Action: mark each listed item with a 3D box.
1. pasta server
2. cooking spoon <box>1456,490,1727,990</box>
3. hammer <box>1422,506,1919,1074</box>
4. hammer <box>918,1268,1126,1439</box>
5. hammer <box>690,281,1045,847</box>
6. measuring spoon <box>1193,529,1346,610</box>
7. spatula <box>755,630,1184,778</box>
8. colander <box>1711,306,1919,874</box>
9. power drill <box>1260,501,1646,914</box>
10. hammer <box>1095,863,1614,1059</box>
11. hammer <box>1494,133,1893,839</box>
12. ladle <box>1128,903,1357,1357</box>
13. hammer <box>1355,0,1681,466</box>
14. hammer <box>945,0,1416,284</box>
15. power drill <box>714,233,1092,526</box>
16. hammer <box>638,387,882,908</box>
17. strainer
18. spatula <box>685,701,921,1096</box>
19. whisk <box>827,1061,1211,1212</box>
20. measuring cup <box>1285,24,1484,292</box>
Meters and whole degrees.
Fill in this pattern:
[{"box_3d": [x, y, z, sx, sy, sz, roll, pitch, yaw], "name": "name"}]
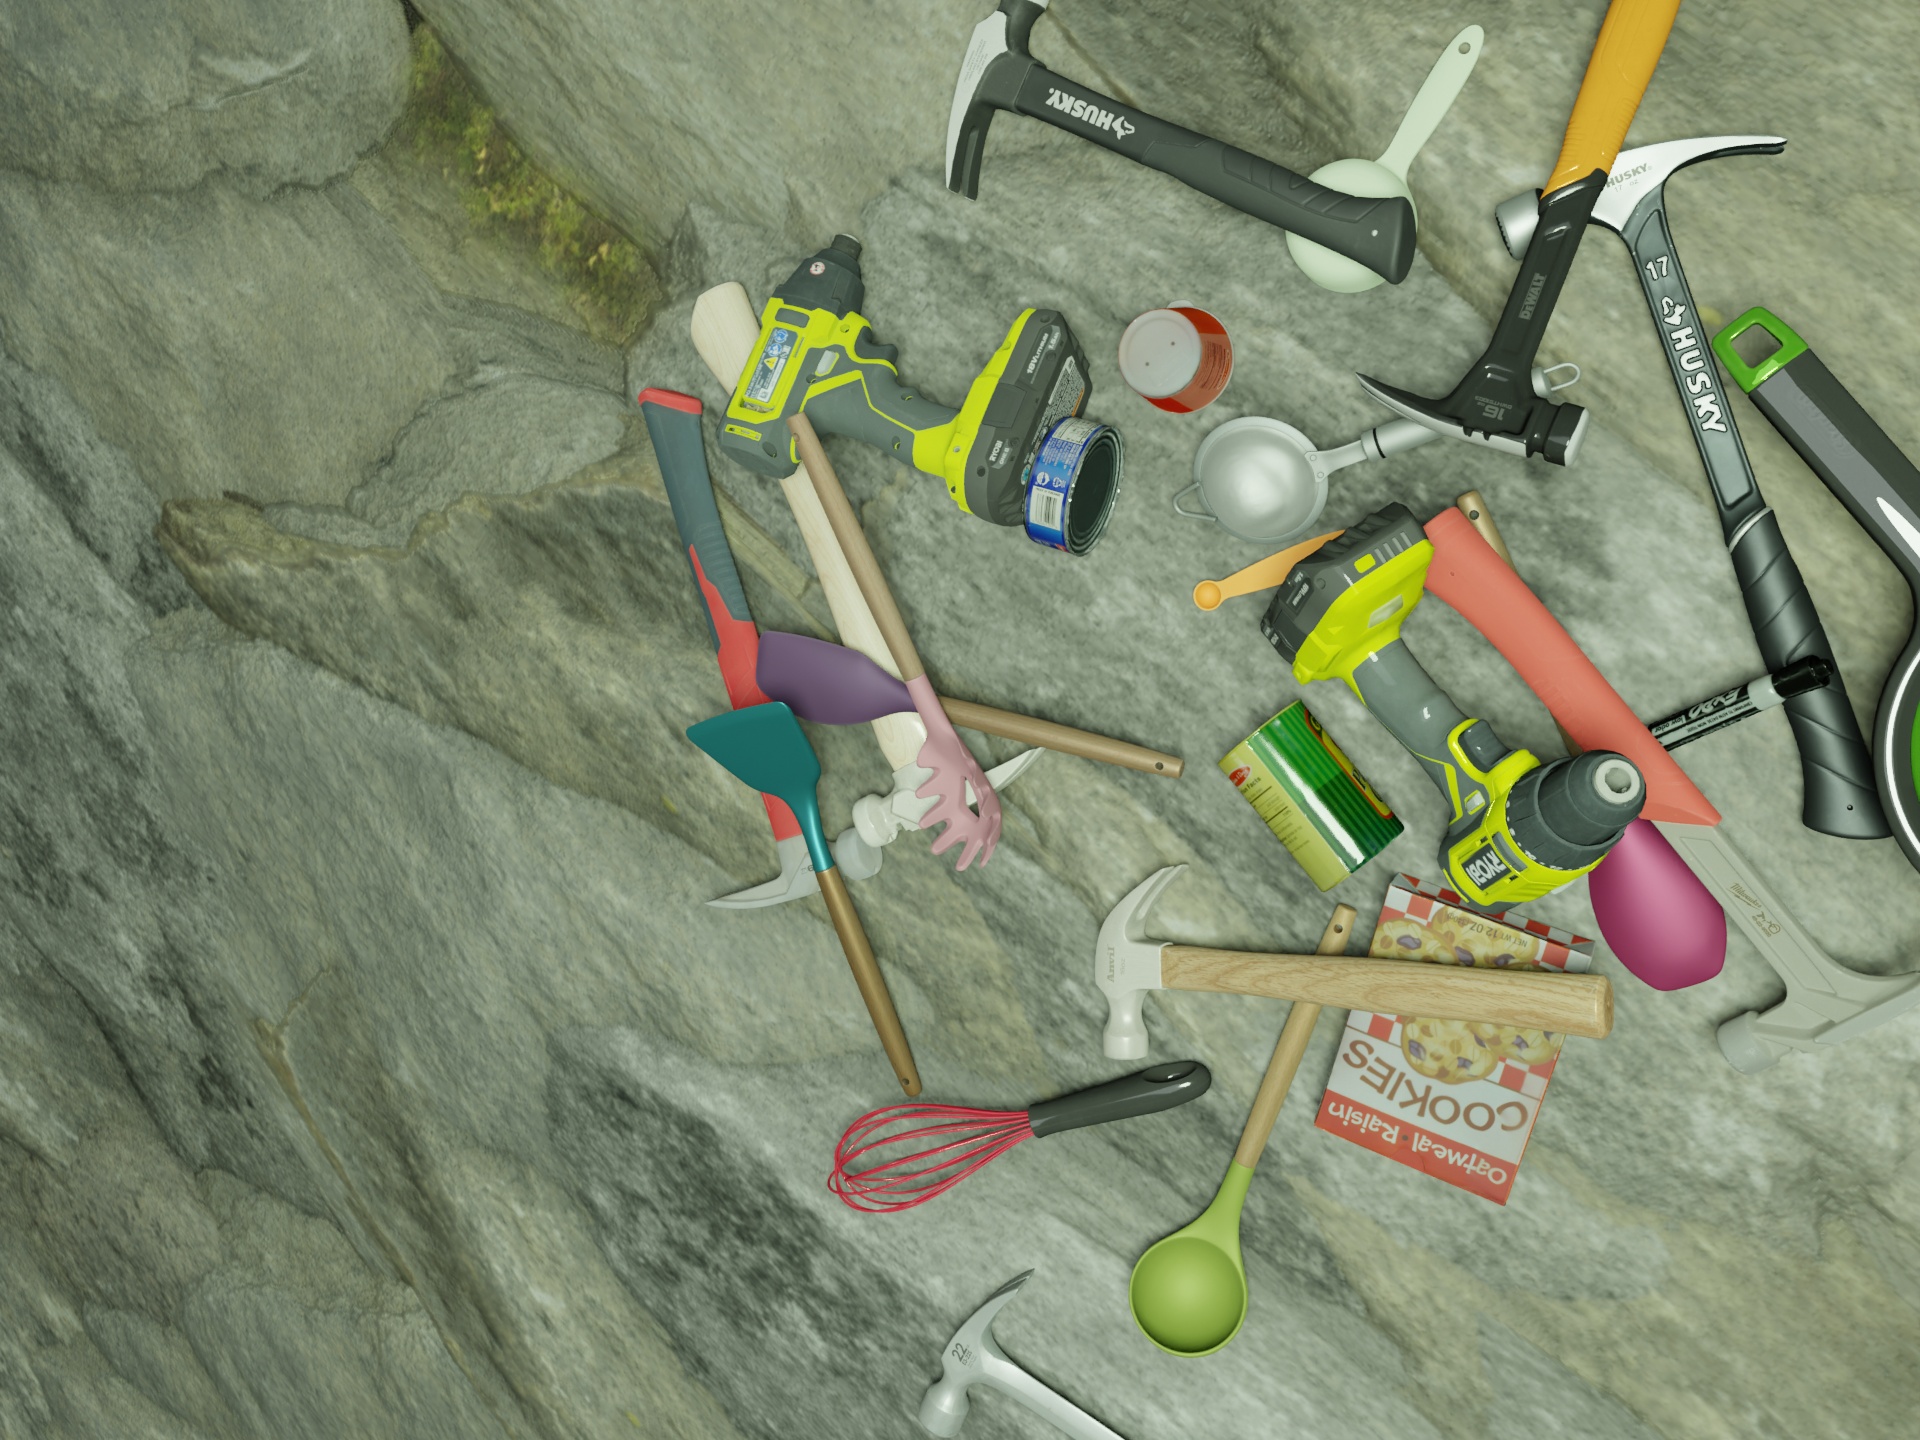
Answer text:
[{"box_3d": [-0.045, -0.050, 1.035, 0.060, 0.040, 0.316, -13, 106, 44], "name": "pasta server"}, {"box_3d": [0.365, 0.010, 0.942, 0.069, 0.017, 0.319, -25, 86, 26], "name": "cooking spoon"}, {"box_3d": [0.386, 0.020, 0.891, 0.359, 0.036, 0.149, 54, 131, 12], "name": "hammer"}, {"box_3d": [0.165, 0.532, 1.085, 0.406, 0.035, 0.144, 27, 107, 19], "name": "hammer"}, {"box_3d": [-0.082, -0.124, 1.120, 0.146, 0.038, 0.411, -26, 85, 23], "name": "hammer"}, {"box_3d": [0.203, -0.096, 1.010, 0.117, 0.011, 0.021, -20, 87, 21], "name": "measuring spoon"}, {"box_3d": [-0.002, -0.003, 1.069, 0.316, 0.018, 0.059, 14, 107, 21], "name": "spatula"}, {"box_3d": [0.530, -0.051, 0.822, 0.204, 0.094, 0.397, -39, 76, 21], "name": "colander"}, {"box_3d": [0.278, -0.005, 0.896, 0.080, 0.190, 0.229, -32, 75, -11], "name": "power drill"}, {"box_3d": [0.227, 0.158, 0.977, 0.331, 0.031, 0.130, -1, 91, 38], "name": "hammer"}, {"box_3d": [0.438, -0.128, 0.886, 0.149, 0.036, 0.409, -20, 88, 24], "name": "hammer"}, {"box_3d": [0.191, 0.268, 1.032, 0.078, 0.062, 0.320, 23, 102, 20], "name": "ladle"}, {"box_3d": [0.337, -0.314, 0.874, 0.127, 0.034, 0.337, 23, 93, 24], "name": "hammer"}, {"box_3d": [0.129, -0.343, 0.973, 0.335, 0.035, 0.146, 35, 109, 27], "name": "hammer"}, {"box_3d": [-0.036, -0.227, 1.050, 0.223, 0.080, 0.171, 20, 82, 21], "name": "power drill"}, {"box_3d": [-0.178, -0.054, 1.171, 0.143, 0.038, 0.386, -18, 88, 27], "name": "hammer"}, {"box_3d": [0.239, -0.163, 0.953, 0.258, 0.050, 0.086, -18, 112, 29], "name": "strainer"}, {"box_3d": [-0.092, 0.131, 1.113, 0.082, 0.044, 0.317, -15, 104, 23], "name": "spatula"}, {"box_3d": [0.035, 0.282, 1.104, 0.296, 0.073, 0.073, -20, 88, 20], "name": "whisk"}, {"box_3d": [0.255, -0.334, 0.940, 0.083, 0.038, 0.167, 37, 112, 16], "name": "measuring cup"}]
